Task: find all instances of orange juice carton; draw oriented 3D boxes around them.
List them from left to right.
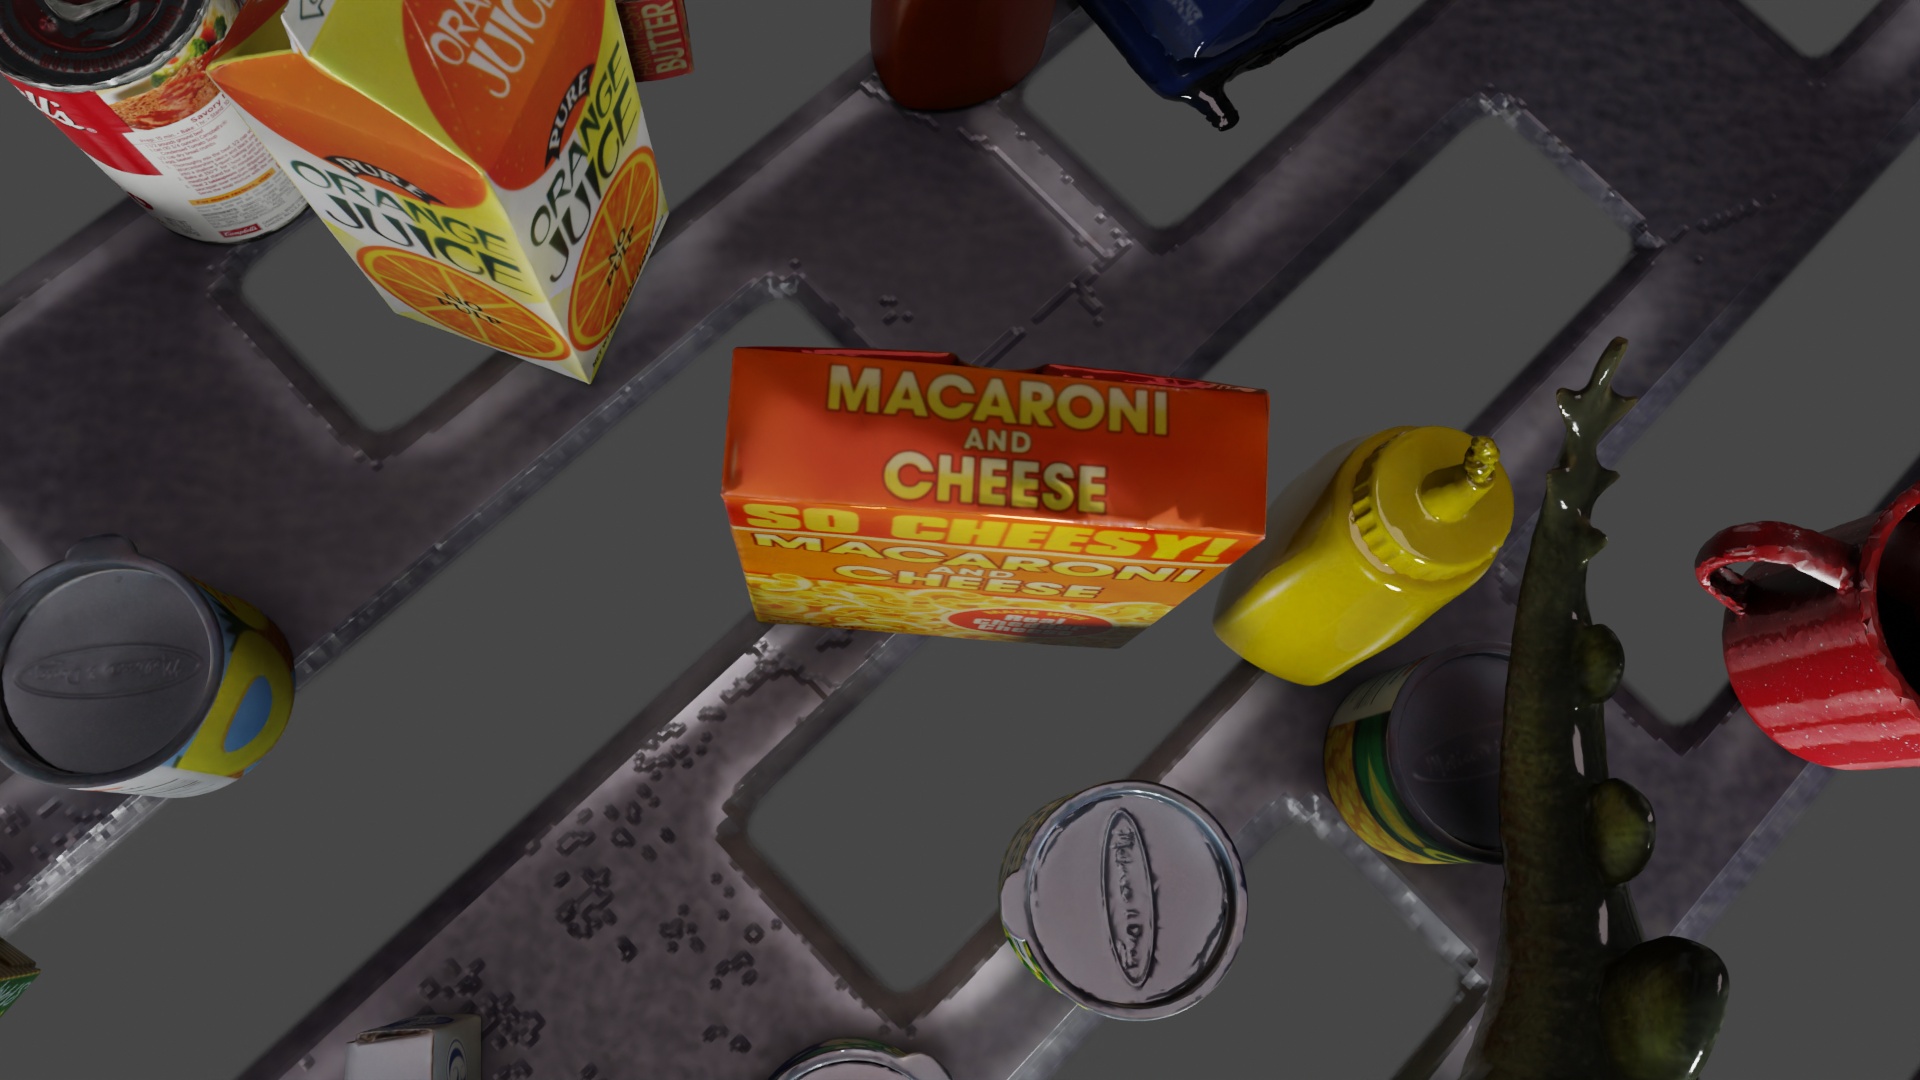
[{"bbox_3d":[-0.138,-0.118,0.387,0.073,0.192,0.072,20,76,0],"label":"orange juice carton"}]

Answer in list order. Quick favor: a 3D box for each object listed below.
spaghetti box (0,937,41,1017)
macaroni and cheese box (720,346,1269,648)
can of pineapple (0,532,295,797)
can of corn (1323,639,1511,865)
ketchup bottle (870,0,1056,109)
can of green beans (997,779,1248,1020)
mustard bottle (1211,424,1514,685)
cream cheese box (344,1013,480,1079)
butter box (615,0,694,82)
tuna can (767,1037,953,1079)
[{"bbox_3d":[-0.379,0.062,0.393,0.250,0.050,0.029,34,76,3],"label":"spaghetti box"},{"bbox_3d":[0.001,-0.005,0.386,0.124,0.166,0.040,4,76,-4],"label":"macaroni and cheese box"},{"bbox_3d":[-0.238,0.039,0.408,0.071,0.057,0.071,1,76,-5],"label":"can of pineapple"},{"bbox_3d":[0.156,0.071,0.438,0.071,0.058,0.071,1,76,-5],"label":"can of corn"},{"bbox_3d":[0.005,-0.195,0.442,0.065,0.148,0.043,-21,80,-10],"label":"ketchup bottle"},{"bbox_3d":[0.046,0.107,0.419,0.071,0.057,0.071,1,76,-5],"label":"can of green beans"},{"bbox_3d":[0.117,0.001,0.399,0.049,0.160,0.065,30,76,2],"label":"mustard bottle"},{"bbox_3d":[-0.150,0.186,0.382,0.024,0.053,0.104,-3,77,-6],"label":"cream cheese box"},{"bbox_3d":[-0.114,-0.220,0.486,0.024,0.053,0.103,-10,77,-8],"label":"butter box"},{"bbox_3d":[-0.031,0.179,0.406,0.071,0.032,0.071,1,76,-5],"label":"tuna can"}]
